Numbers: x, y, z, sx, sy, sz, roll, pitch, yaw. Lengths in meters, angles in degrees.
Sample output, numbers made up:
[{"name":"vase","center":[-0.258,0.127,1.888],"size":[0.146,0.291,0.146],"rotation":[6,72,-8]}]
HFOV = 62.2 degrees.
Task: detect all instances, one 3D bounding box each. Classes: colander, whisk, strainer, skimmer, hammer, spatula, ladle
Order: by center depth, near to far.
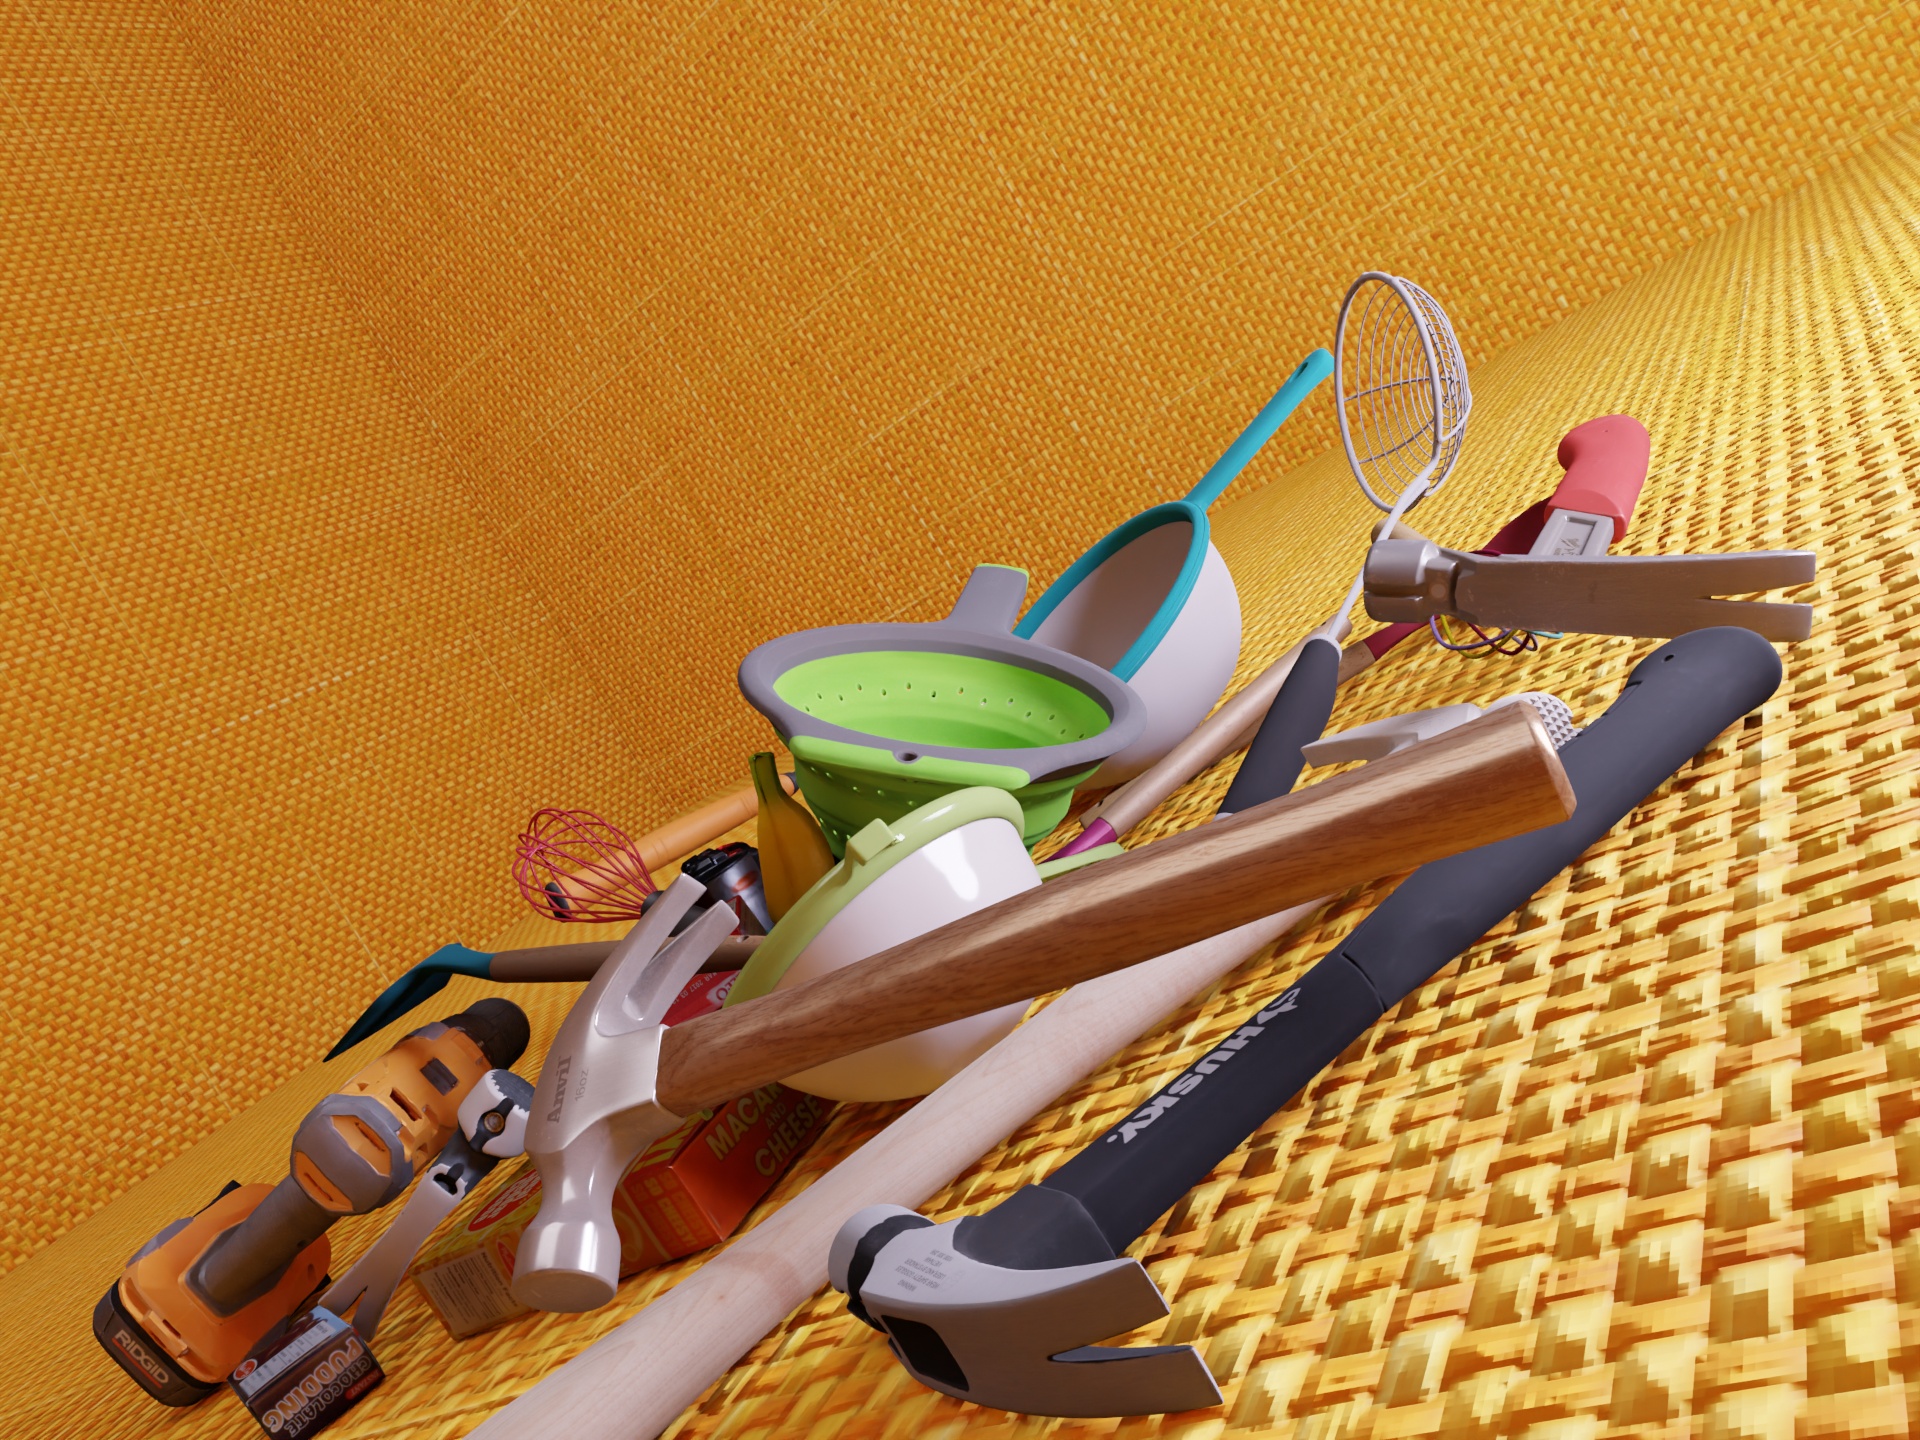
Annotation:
[{"name":"hammer","center":[0.120,0.065,0.437],"size":[0.335,0.035,0.146],"rotation":[-33,5,-23]},{"name":"hammer","center":[0.009,0.067,0.464],"size":[0.331,0.031,0.130],"rotation":[-23,43,19]},{"name":"hammer","center":[0.022,0.114,0.528],"size":[0.410,0.038,0.146],"rotation":[-33,4,-18]},{"name":"strainer","center":[0.016,0.096,0.649],"size":[0.256,0.069,0.151],"rotation":[-9,-41,-54]},{"name":"hammer","center":[0.290,-0.095,0.707],"size":[0.149,0.036,0.359],"rotation":[4,19,26]},{"name":"skimmer","center":[0.168,-0.083,0.774],"size":[0.363,0.090,0.127],"rotation":[-57,-21,-34]},{"name":"spatula","center":[-0.201,0.128,0.774],"size":[0.317,0.044,0.082],"rotation":[-10,15,37]},{"name":"whisk","center":[0.246,-0.075,0.799],"size":[0.051,0.047,0.245],"rotation":[4,16,0]},{"name":"ladle","center":[0.200,-0.025,0.868],"size":[0.315,0.031,0.069],"rotation":[-33,12,7]},{"name":"colander","center":[-0.001,-0.003,0.884],"size":[0.204,0.094,0.397],"rotation":[9,20,6]},{"name":"hammer","center":[-0.238,0.218,0.912],"size":[0.149,0.036,0.409],"rotation":[-52,0,3]},{"name":"whisk","center":[-0.188,0.107,0.938],"size":[0.073,0.073,0.296],"rotation":[-34,29,-30]},{"name":"strainer","center":[0.144,-0.077,0.994],"size":[0.340,0.095,0.211],"rotation":[-49,17,-3]},{"name":"hammer","center":[-0.157,0.062,1.206],"size":[0.337,0.034,0.127],"rotation":[-28,3,-28]}]

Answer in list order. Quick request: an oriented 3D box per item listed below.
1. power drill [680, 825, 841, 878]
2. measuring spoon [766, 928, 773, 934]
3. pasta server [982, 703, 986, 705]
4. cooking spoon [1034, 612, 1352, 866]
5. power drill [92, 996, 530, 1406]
[{"name":"power drill","center":[-0.097,0.090,1.229],"size":[0.226,0.080,0.188],"rotation":[-30,5,-13]},{"name":"measuring spoon","center":[-0.100,0.135,0.951],"size":[0.128,0.021,0.042],"rotation":[-11,-35,-55]},{"name":"pasta server","center":[-0.046,0.063,0.937],"size":[0.060,0.040,0.316],"rotation":[-6,43,52]},{"name":"cooking spoon","center":[0.092,0.040,0.804],"size":[0.319,0.017,0.069],"rotation":[-39,4,-21]},{"name":"power drill","center":[-0.338,0.247,0.868],"size":[0.226,0.084,0.185],"rotation":[-43,2,15]}]
